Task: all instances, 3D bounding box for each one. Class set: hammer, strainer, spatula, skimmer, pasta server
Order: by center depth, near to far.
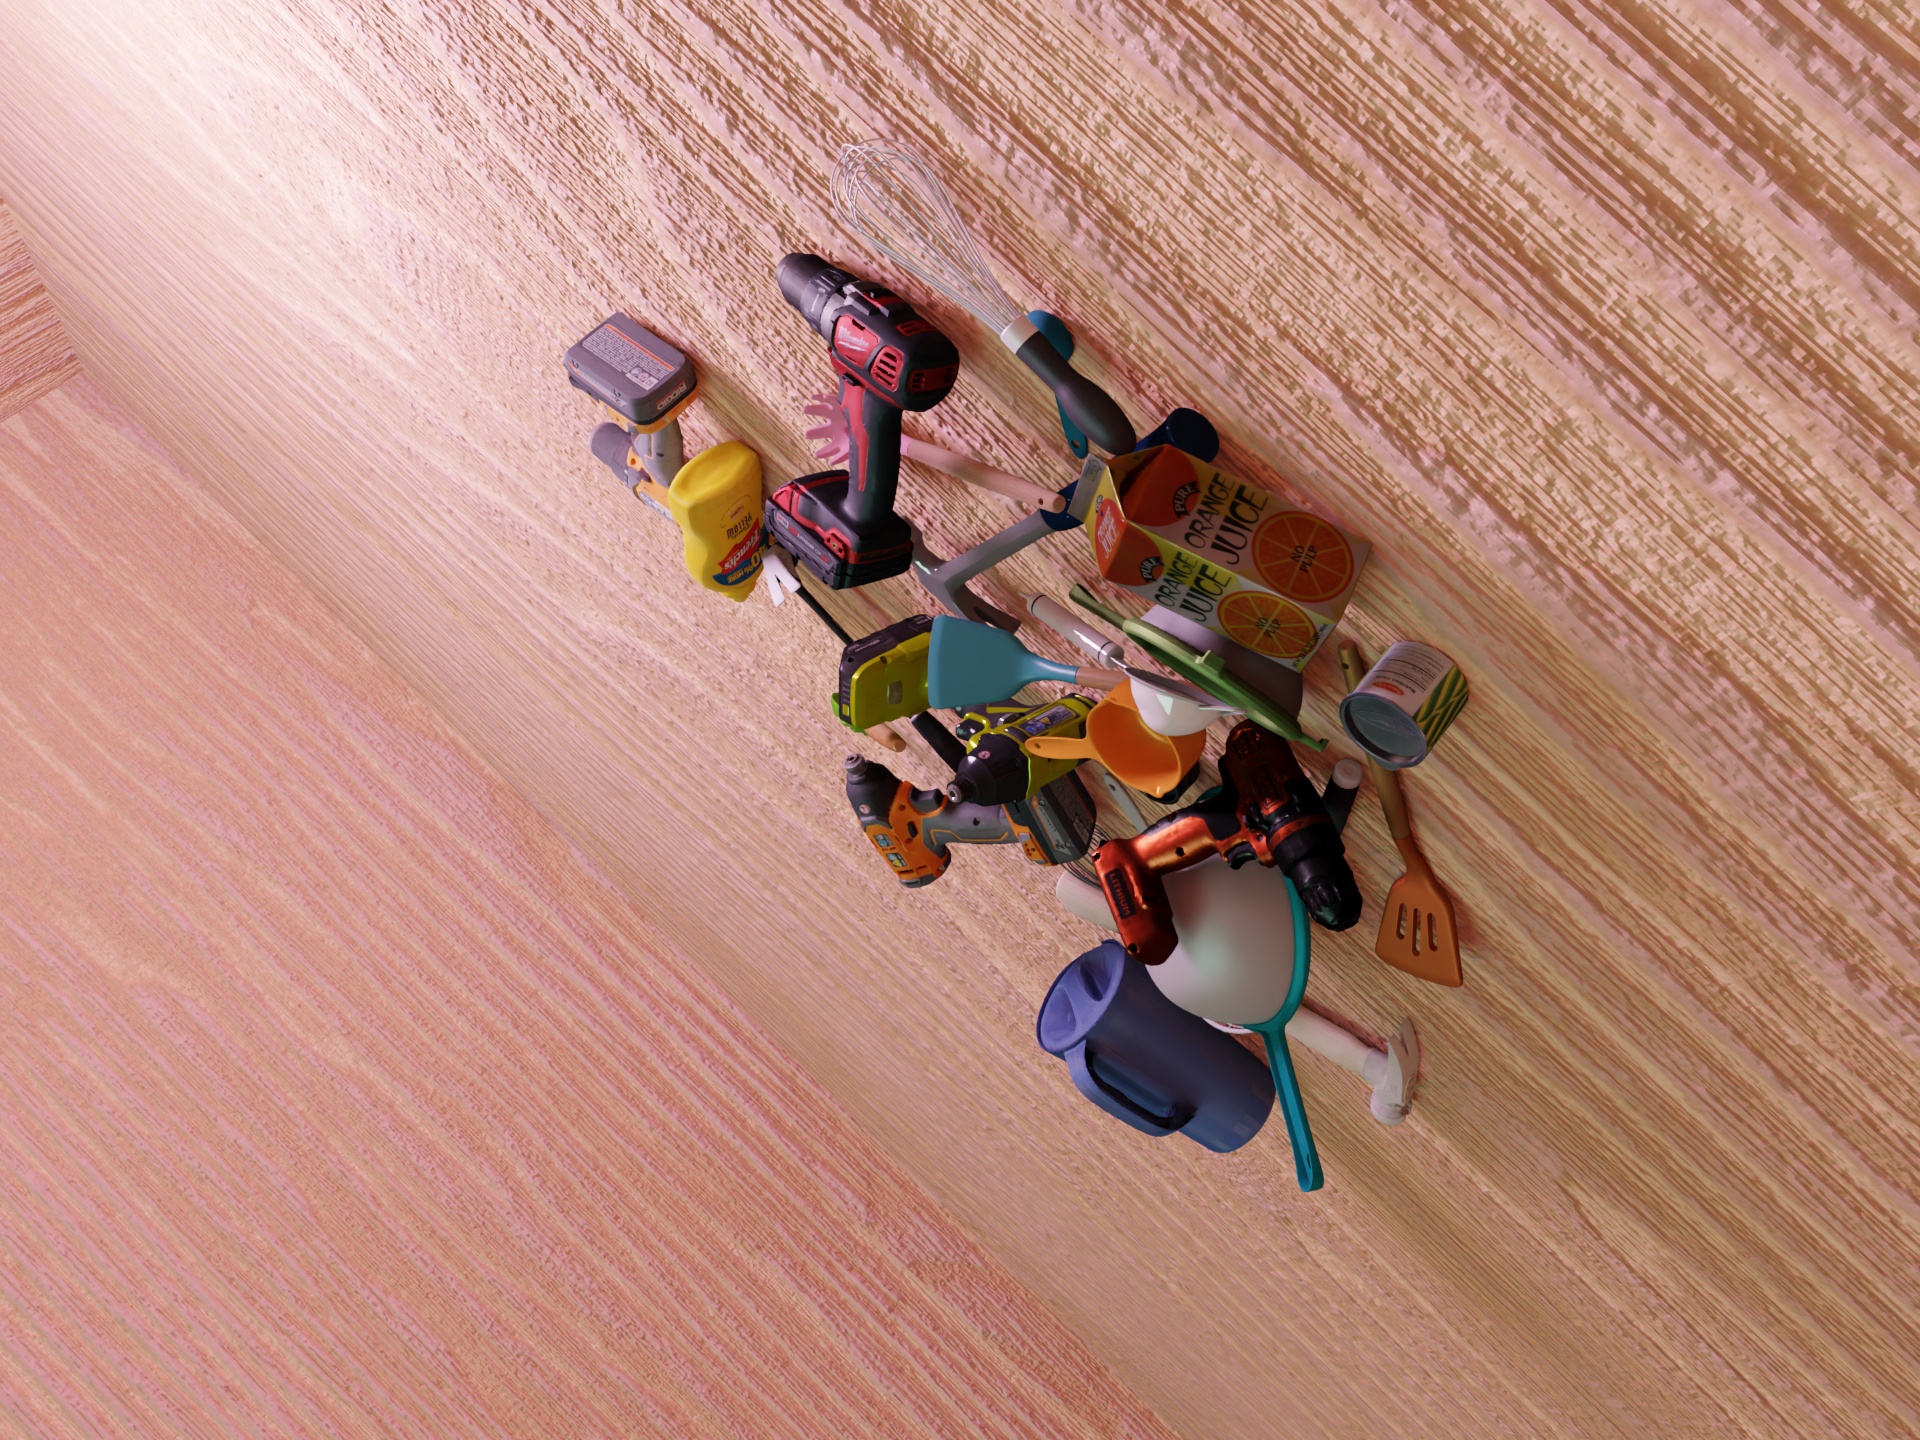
[{"bbox_3d":[0.170,-0.073,1.188,0.151,0.069,0.257,31,-176,-39],"label":"strainer"},{"bbox_3d":[0.322,0.073,1.195,0.081,0.041,0.322,18,143,46],"label":"spatula"},{"bbox_3d":[0.119,-0.044,1.199,0.086,0.050,0.259,12,-161,-40],"label":"strainer"},{"bbox_3d":[0.071,-0.151,1.233,0.144,0.035,0.405,44,155,-13],"label":"hammer"},{"bbox_3d":[-0.027,-0.207,1.255,0.316,0.040,0.060,30,130,47],"label":"pasta server"},{"bbox_3d":[0.114,-0.030,1.296,0.318,0.044,0.082,10,101,34],"label":"spatula"},{"bbox_3d":[0.213,0.223,1.318,0.211,0.095,0.341,125,136,-62],"label":"strainer"},{"bbox_3d":[0.261,0.148,1.343,0.363,0.090,0.127,93,156,-56],"label":"skimmer"},{"bbox_3d":[0.260,0.246,1.562,0.411,0.038,0.146,28,149,32],"label":"hammer"},{"bbox_3d":[-0.052,-0.017,1.588,0.408,0.036,0.149,47,-171,-15],"label":"hammer"}]

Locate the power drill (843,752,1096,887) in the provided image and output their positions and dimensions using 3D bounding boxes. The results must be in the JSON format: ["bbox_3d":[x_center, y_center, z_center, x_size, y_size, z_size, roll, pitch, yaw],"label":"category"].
[{"bbox_3d":[-0.001,0.081,1.546,0.226,0.084,0.164,-11,128,30],"label":"power drill"}]

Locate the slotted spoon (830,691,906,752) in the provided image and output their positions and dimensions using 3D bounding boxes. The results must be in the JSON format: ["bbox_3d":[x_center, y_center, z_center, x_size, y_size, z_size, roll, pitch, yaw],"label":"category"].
[{"bbox_3d":[-0.089,0.007,1.608,0.070,0.031,0.314,34,178,-13],"label":"slotted spoon"}]

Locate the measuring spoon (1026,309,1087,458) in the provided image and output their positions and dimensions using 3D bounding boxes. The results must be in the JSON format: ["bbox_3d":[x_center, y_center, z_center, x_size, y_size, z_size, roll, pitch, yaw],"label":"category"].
[{"bbox_3d":[0.068,-0.233,1.135,0.042,0.021,0.128,24,149,37],"label":"measuring spoon"}]

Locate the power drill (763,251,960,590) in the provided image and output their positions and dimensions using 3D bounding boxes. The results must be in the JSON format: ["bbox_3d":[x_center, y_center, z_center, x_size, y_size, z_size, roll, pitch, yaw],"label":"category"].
[{"bbox_3d":[-0.093,-0.238,1.244,0.188,0.080,0.226,43,135,32],"label":"power drill"}]

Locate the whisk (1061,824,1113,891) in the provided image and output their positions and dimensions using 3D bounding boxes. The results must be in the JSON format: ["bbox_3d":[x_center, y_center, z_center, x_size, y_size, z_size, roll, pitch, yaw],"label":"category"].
[{"bbox_3d":[0.180,0.182,1.542,0.239,0.055,0.055,43,156,20],"label":"whisk"}]

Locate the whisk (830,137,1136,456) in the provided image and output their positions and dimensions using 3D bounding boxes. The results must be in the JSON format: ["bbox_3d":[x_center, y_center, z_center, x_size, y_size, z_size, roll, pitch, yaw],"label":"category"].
[{"bbox_3d":[0.018,-0.283,1.071,0.284,0.070,0.070,46,155,2],"label":"whisk"}]

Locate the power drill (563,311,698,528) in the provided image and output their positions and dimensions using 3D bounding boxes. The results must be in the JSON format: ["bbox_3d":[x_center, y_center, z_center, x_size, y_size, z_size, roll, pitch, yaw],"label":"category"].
[{"bbox_3d":[-0.320,-0.294,1.578,0.185,0.084,0.226,36,158,23],"label":"power drill"}]

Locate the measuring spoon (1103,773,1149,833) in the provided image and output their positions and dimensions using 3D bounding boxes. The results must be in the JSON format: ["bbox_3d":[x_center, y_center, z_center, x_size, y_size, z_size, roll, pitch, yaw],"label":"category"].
[{"bbox_3d":[0.165,0.102,1.505,0.124,0.018,0.034,55,154,-19],"label":"measuring spoon"}]

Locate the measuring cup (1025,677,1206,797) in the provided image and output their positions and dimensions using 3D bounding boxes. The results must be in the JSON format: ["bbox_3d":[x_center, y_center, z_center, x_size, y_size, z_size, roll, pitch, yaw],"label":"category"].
[{"bbox_3d":[0.122,0.008,1.267,0.174,0.052,0.095,-1,125,52],"label":"measuring cup"}]

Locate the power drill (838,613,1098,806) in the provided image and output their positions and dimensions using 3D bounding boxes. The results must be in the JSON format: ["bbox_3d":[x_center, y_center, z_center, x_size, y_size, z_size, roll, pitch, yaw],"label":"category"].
[{"bbox_3d":[-0.002,-0.005,1.424,0.223,0.171,0.080,31,133,36],"label":"power drill"}]
